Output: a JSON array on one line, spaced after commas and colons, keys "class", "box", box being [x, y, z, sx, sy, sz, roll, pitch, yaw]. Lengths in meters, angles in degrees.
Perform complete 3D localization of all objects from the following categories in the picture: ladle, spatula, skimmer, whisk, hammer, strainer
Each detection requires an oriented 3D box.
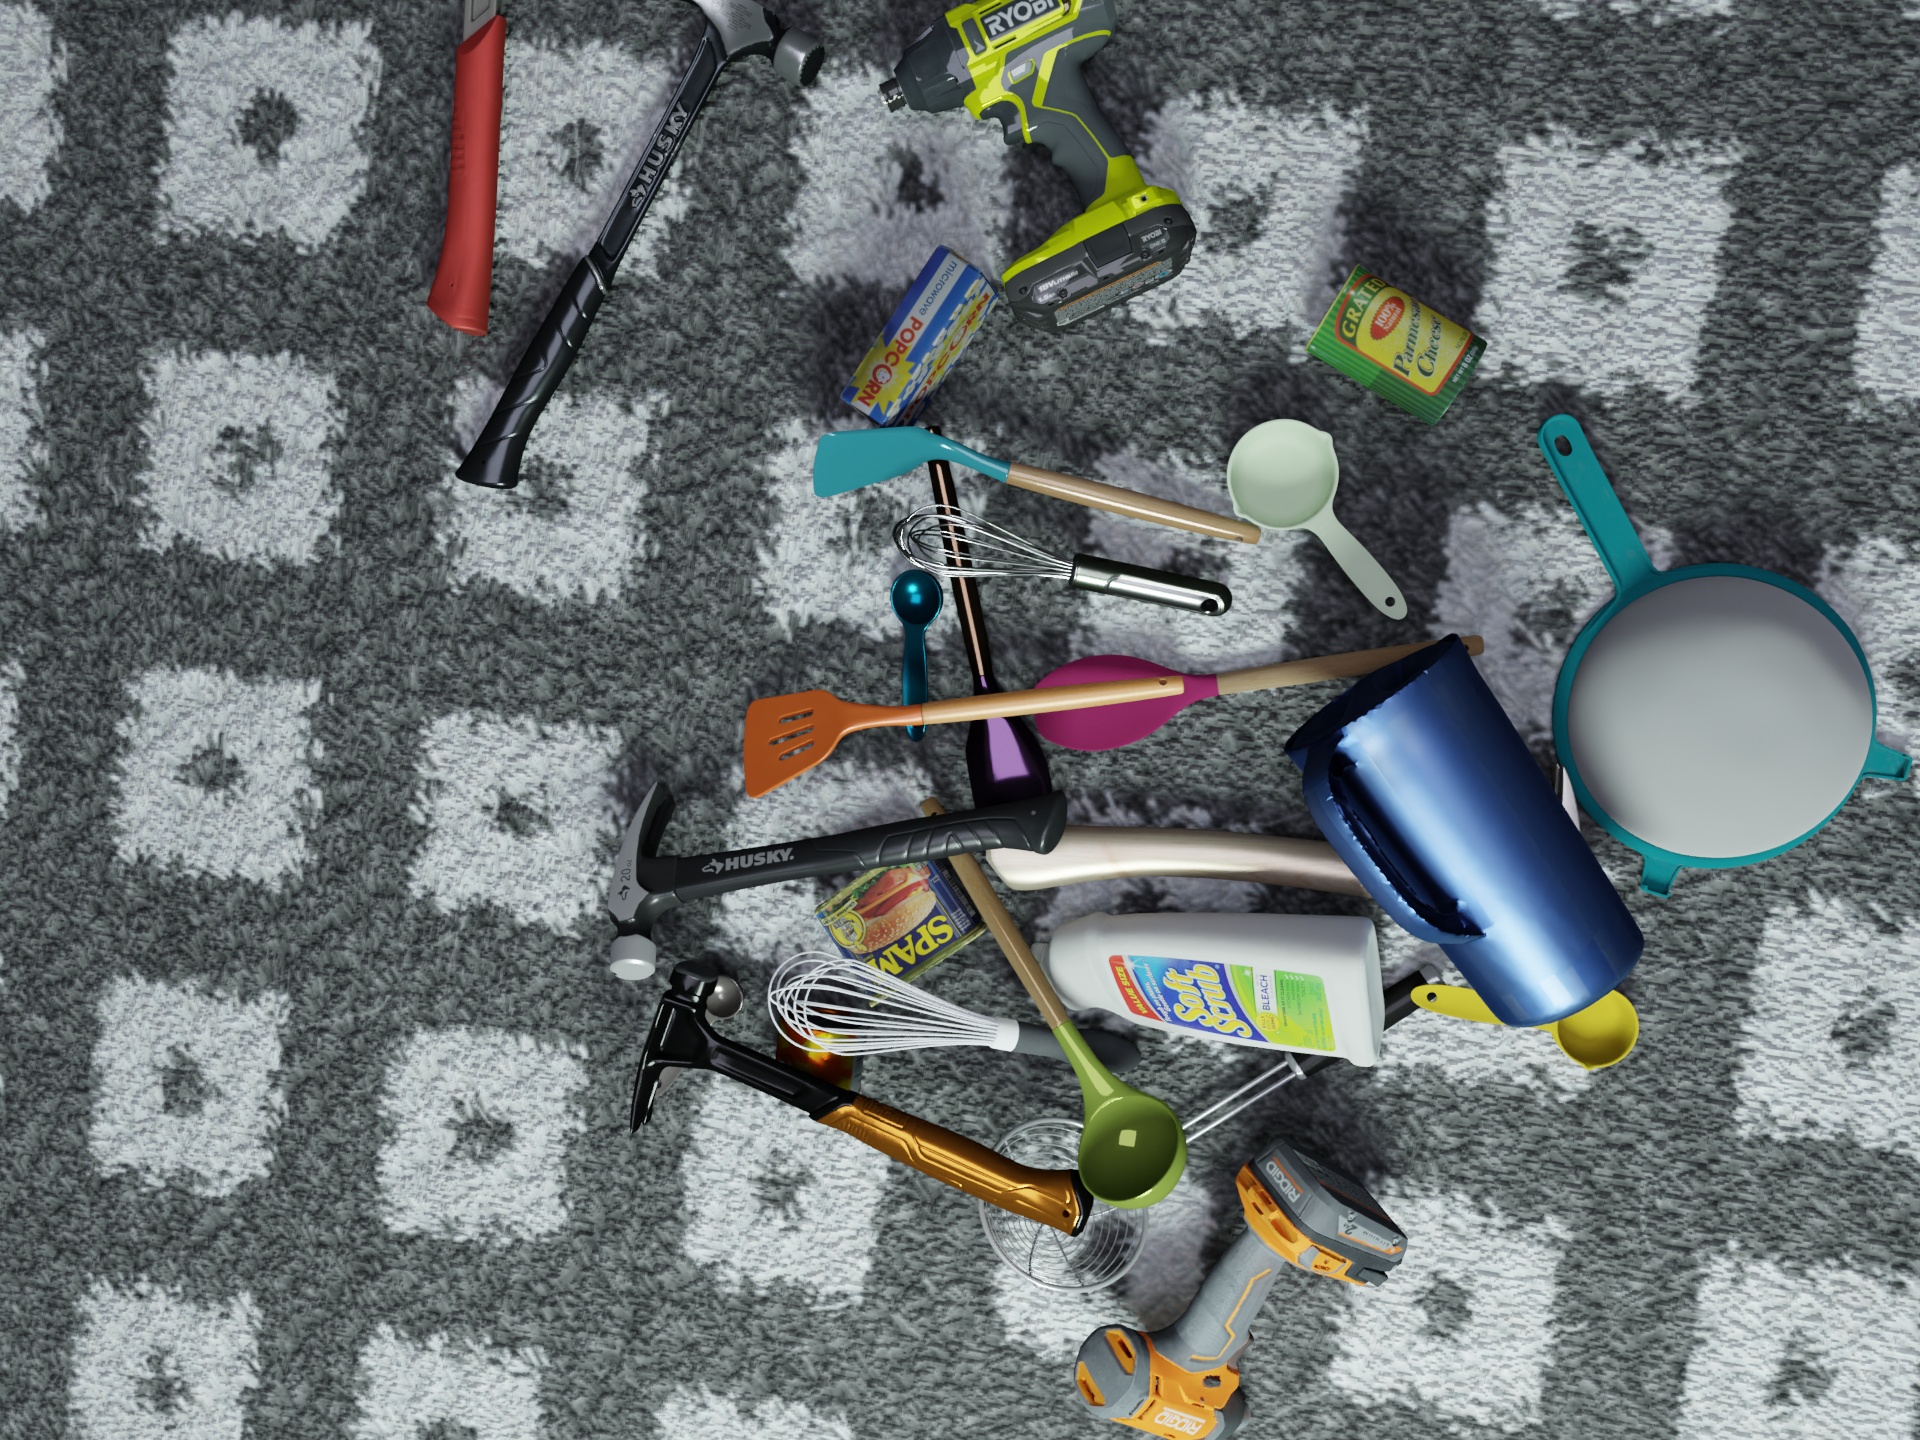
[{"class": "ladle", "box": [0.054, 0.188, 1.104, 0.078, 0.062, 0.320, -33, 75, 8]}, {"class": "spatula", "box": [0.013, -0.059, 1.160, 0.060, 0.018, 0.316, -12, 94, 9]}, {"class": "spatula", "box": [-0.002, -0.004, 1.140, 0.322, 0.041, 0.081, -6, 61, 4]}, {"class": "skimmer", "box": [0.182, 0.274, 1.124, 0.363, 0.090, 0.127, -34, 65, 7]}, {"class": "whisk", "box": [0.001, 0.215, 1.124, 0.284, 0.070, 0.070, 14, 97, -19]}, {"class": "hammer", "box": [-0.346, -0.467, 1.172, 0.149, 0.037, 0.359, 5, 94, 8]}, {"class": "hammer", "box": [-0.263, -0.349, 1.170, 0.149, 0.036, 0.409, 32, 98, 6]}, {"class": "hammer", "box": [-0.088, 0.090, 1.130, 0.335, 0.035, 0.146, -10, 54, 10]}, {"class": "hammer", "box": [0.224, 0.090, 1.128, 0.410, 0.038, 0.146, 4, 93, 6]}, {"class": "strainer", "box": [0.482, -0.055, 1.056, 0.211, 0.095, 0.340, -29, 91, 9]}, {"class": "whisk", "box": [0.073, -0.108, 1.123, 0.246, 0.059, 0.057, 11, 132, -3]}, {"class": "hammer", "box": [-0.070, 0.288, 1.116, 0.337, 0.034, 0.127, 20, 96, 11]}, {"class": "spatula", "box": [0.056, -0.158, 1.118, 0.317, 0.082, 0.044, 13, 65, -3]}]

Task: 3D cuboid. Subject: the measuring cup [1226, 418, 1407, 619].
[{"class": "measuring cup", "box": [0.253, -0.136, 1.112, 0.083, 0.038, 0.167, -40, 90, 9]}]

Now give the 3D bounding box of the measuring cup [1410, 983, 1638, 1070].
[{"class": "measuring cup", "box": [0.393, 0.203, 1.117, 0.156, 0.029, 0.062, 10, 95, 4]}]

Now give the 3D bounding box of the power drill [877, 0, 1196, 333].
[{"class": "power drill", "box": [0.054, -0.394, 1.103, 0.171, 0.080, 0.223, -23, 87, 8]}]

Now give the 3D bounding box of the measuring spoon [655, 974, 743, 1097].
[{"class": "measuring spoon", "box": [-0.205, 0.242, 1.218, 0.034, 0.018, 0.124, 38, 105, 3]}]

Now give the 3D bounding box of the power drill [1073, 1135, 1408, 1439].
[{"class": "power drill", "box": [0.204, 0.415, 1.121, 0.164, 0.084, 0.226, 35, 98, -36]}]

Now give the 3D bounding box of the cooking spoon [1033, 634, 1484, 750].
[{"class": "cooking spoon", "box": [0.209, -0.029, 1.135, 0.319, 0.017, 0.069, -9, 93, 9]}]

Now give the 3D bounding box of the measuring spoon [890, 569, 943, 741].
[{"class": "measuring spoon", "box": [-0.029, -0.048, 1.171, 0.042, 0.021, 0.128, 7, 105, 26]}]
